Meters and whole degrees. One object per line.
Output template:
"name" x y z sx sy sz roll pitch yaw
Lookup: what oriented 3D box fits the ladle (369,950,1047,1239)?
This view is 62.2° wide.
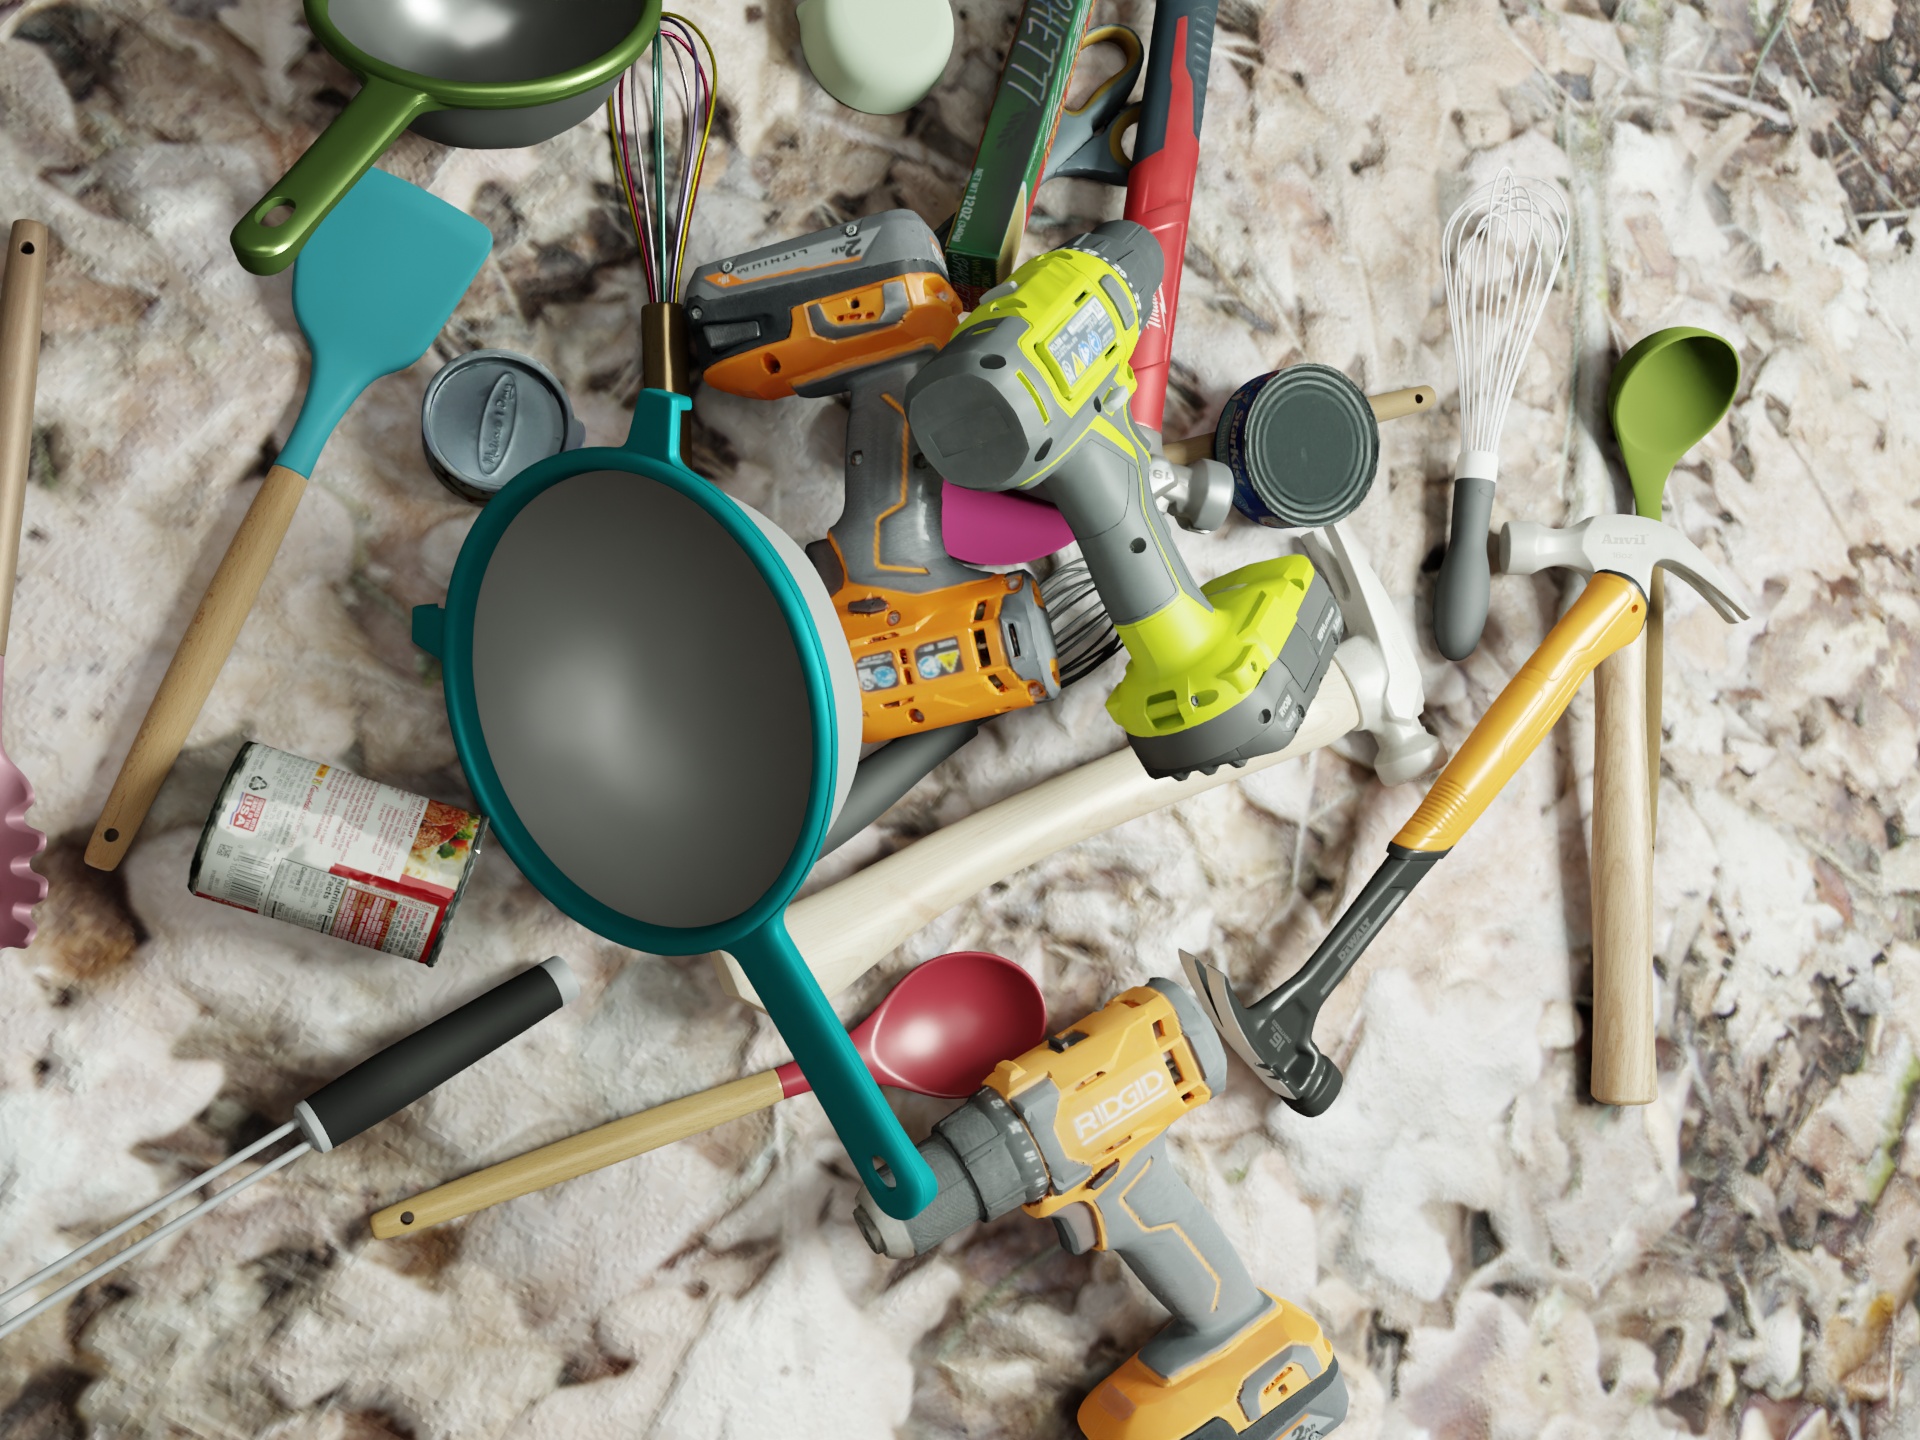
"ladle" -0.107 0.177 0.729 0.315 0.031 0.069 -16 83 -19

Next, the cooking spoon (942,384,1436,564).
"cooking spoon" 0.125 -0.143 0.854 0.319 0.017 0.069 -16 92 -20

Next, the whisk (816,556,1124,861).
"whisk" -0.002 -0.004 0.779 0.239 0.055 0.055 -38 97 -15

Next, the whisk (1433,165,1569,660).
"whisk" 0.296 -0.174 0.901 0.070 0.070 0.284 10 85 -19

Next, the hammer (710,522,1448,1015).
"hammer" 0.063 0.030 0.792 0.410 0.038 0.146 -23 91 -23

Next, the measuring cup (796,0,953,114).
"measuring cup" -0.028 -0.395 0.814 0.083 0.038 0.168 19 80 -17

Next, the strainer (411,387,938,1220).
"strainer" -0.083 0.041 0.676 0.095 0.211 0.340 -25 83 -56

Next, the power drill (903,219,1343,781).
"power drill" 0.084 -0.107 0.722 0.228 0.080 0.191 57 42 -20

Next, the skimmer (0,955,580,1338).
"skimmer" -0.324 0.199 0.646 0.363 0.090 0.127 -31 92 -30

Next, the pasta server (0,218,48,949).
"pasta server" -0.393 -0.055 0.645 0.060 0.040 0.316 6 80 -32

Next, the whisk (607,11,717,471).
"whisk" -0.138 -0.218 0.754 0.047 0.051 0.245 -1 87 -26

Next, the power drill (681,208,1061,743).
"power drill" -0.057 -0.101 0.737 0.164 0.084 0.226 -14 90 10

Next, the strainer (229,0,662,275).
"strainer" -0.227 -0.259 0.684 0.151 0.069 0.256 20 58 5

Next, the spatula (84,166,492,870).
"spatula" -0.300 -0.086 0.679 0.082 0.044 0.317 23 78 -16

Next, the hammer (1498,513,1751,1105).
"hammer" 0.376 0.049 0.900 0.130 0.031 0.331 -1 89 7

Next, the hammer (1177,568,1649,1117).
"hammer" 0.250 0.044 0.830 0.337 0.034 0.127 -48 123 -12

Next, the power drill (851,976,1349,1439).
"power drill" 0.067 0.259 0.743 0.185 0.084 0.226 -26 99 -20

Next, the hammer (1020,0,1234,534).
"hammer" 0.093 -0.297 0.830 0.143 0.038 0.386 11 80 -16

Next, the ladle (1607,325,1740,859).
"ladle" 0.411 -0.071 0.930 0.078 0.062 0.320 6 85 -17
